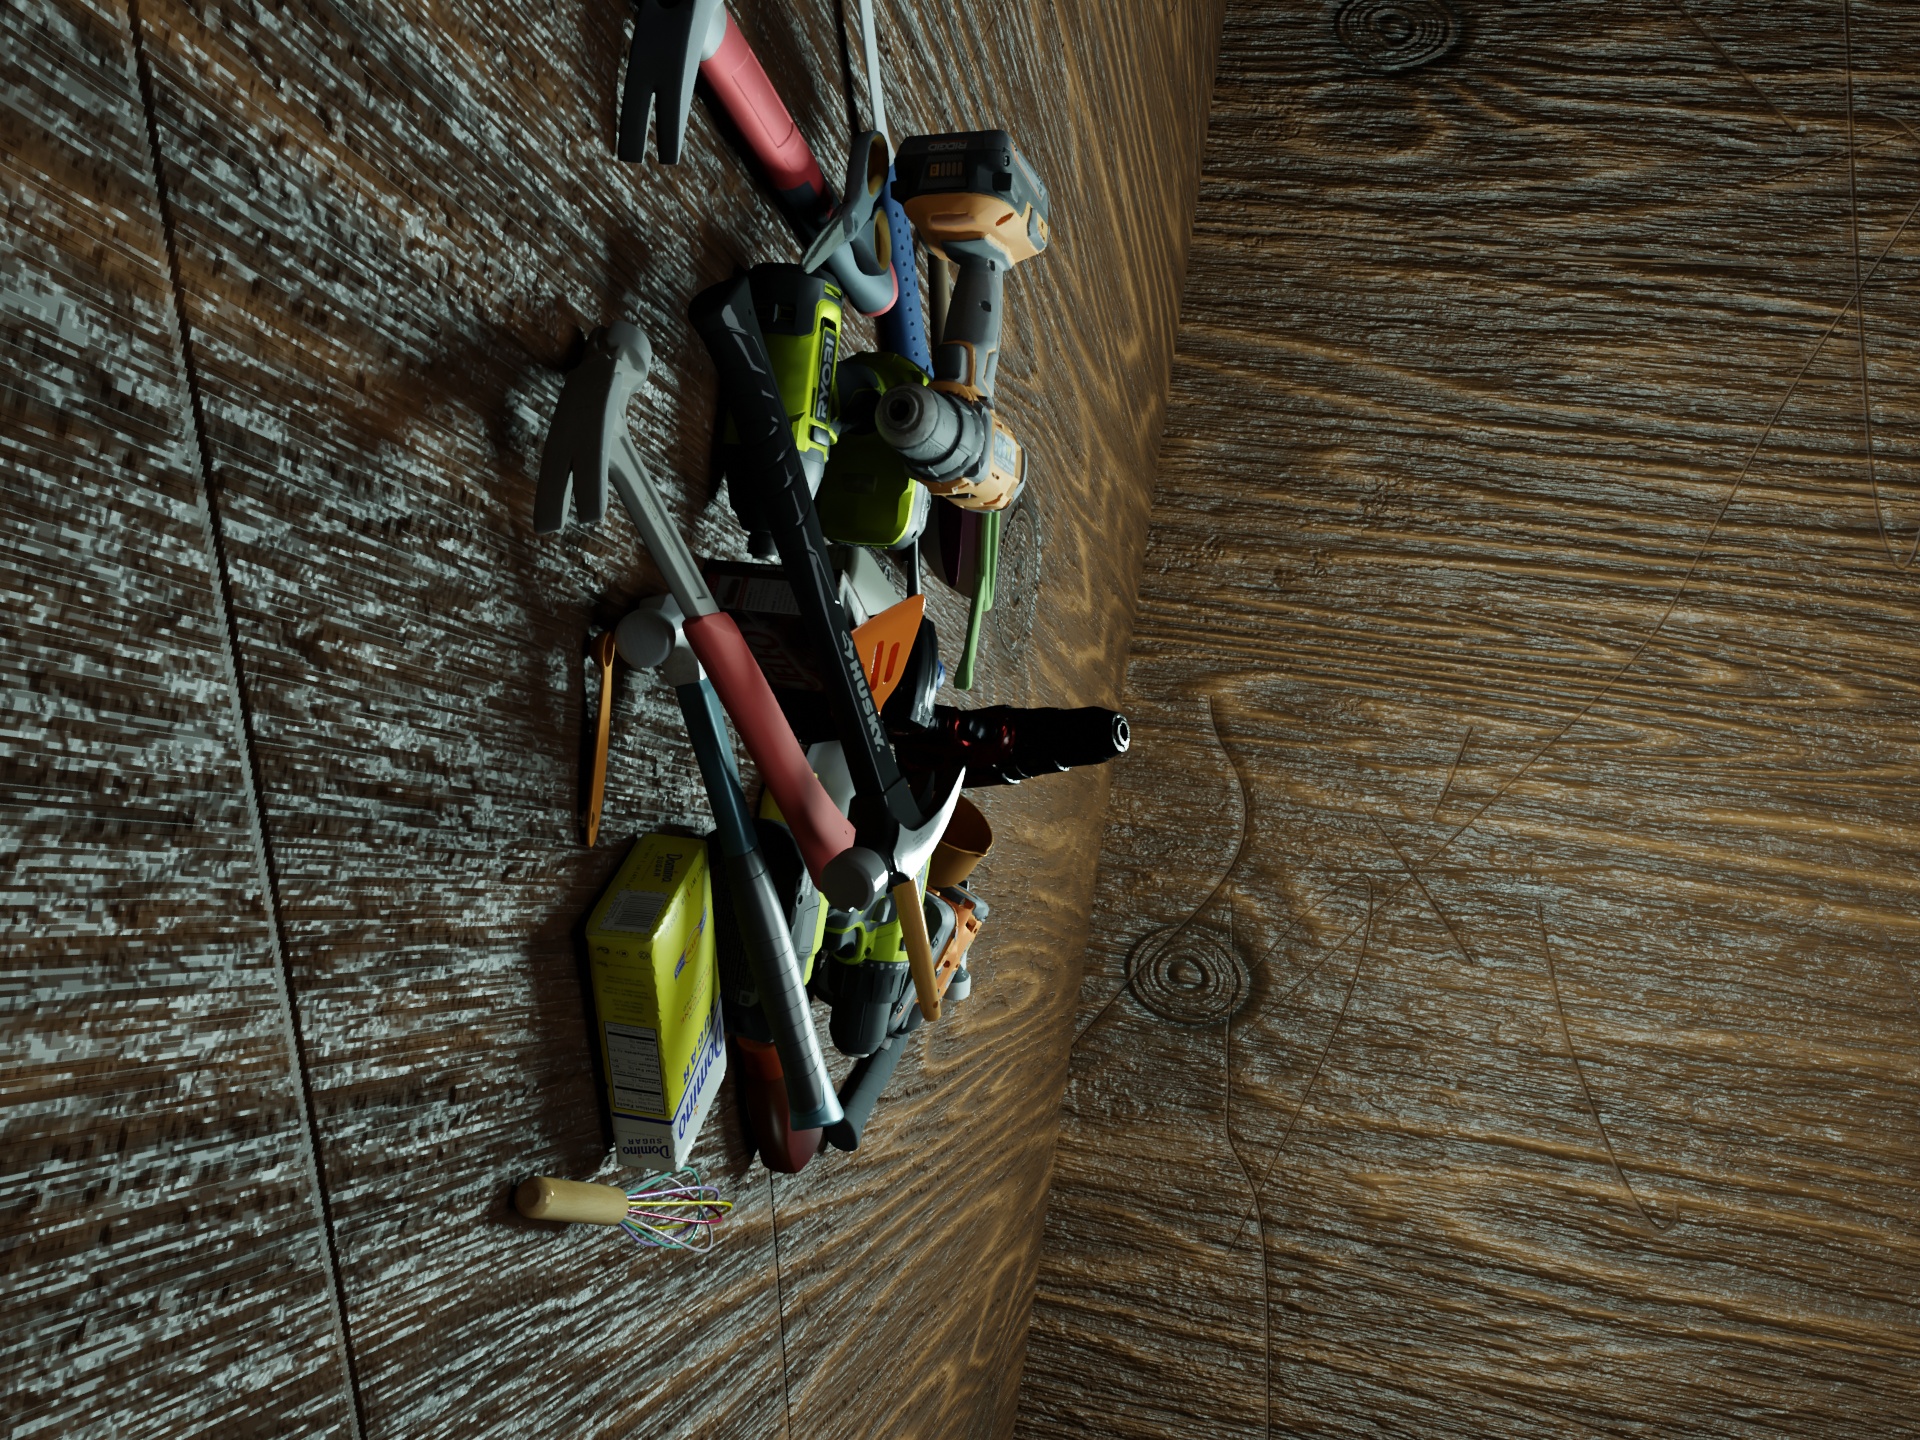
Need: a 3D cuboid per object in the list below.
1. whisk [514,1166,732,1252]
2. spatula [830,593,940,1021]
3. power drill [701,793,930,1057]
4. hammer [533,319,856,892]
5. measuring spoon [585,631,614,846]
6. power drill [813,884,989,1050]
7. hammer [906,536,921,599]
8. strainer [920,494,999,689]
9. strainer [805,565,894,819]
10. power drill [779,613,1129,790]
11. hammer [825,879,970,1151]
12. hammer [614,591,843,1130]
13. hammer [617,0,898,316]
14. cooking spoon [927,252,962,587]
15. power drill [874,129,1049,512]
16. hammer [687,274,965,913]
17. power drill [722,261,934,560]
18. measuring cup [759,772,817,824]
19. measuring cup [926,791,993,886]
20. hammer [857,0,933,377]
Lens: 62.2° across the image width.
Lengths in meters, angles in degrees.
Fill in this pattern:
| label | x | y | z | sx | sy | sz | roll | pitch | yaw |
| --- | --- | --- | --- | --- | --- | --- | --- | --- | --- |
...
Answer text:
| label | x | y | z | sx | sy | sz | roll | pitch | yaw |
| --- | --- | --- | --- | --- | --- | --- | --- | --- | --- |
| whisk | -0.189 | 0.279 | 0.917 | 0.244 | 0.047 | 0.051 | 57 | 44 | -67 |
| spatula | -0.038 | 0.071 | 1.032 | 0.081 | 0.041 | 0.322 | -33 | 126 | -36 |
| power drill | -0.094 | 0.145 | 1.074 | 0.228 | 0.080 | 0.190 | 4 | 97 | -66 |
| hammer | -0.119 | -0.020 | 0.825 | 0.149 | 0.037 | 0.358 | -92 | 166 | -45 |
| measuring spoon | -0.190 | 0.010 | 0.823 | 0.021 | 0.011 | 0.117 | -74 | 173 | -75 |
| power drill | -0.051 | 0.212 | 1.363 | 0.164 | 0.084 | 0.226 | -61 | 167 | -3 |
| hammer | -0.037 | -0.041 | 1.295 | 0.127 | 0.034 | 0.336 | -81 | 172 | -62 |
| strainer | -0.008 | -0.131 | 1.368 | 0.151 | 0.069 | 0.257 | 88 | 8 | -53 |
| strainer | -0.079 | -0.012 | 1.241 | 0.086 | 0.050 | 0.259 | 51 | 43 | -53 |
| power drill | -0.002 | -0.004 | 1.143 | 0.226 | 0.188 | 0.080 | 29 | 60 | -54 |
| hammer | -0.052 | 0.291 | 1.556 | 0.409 | 0.036 | 0.149 | -51 | 146 | -66 |
| hammer | -0.121 | 0.086 | 0.901 | 0.128 | 0.033 | 0.331 | -70 | 147 | -74 |
| hammer | -0.103 | -0.312 | 0.944 | 0.386 | 0.038 | 0.143 | 36 | 64 | -76 |
| cooking spoon | -0.014 | -0.267 | 1.292 | 0.069 | 0.017 | 0.319 | 174 | -86 | -80 |
| power drill | -0.004 | -0.257 | 1.022 | 0.185 | 0.084 | 0.226 | 8 | 86 | -71 |
| hammer | -0.077 | -0.075 | 0.866 | 0.146 | 0.035 | 0.334 | -38 | 114 | -63 |
| power drill | -0.086 | -0.181 | 1.026 | 0.223 | 0.080 | 0.171 | 0 | 97 | -74 |
| measuring cup | -0.117 | 0.086 | 1.157 | 0.156 | 0.029 | 0.062 | 80 | 21 | -61 |
| measuring cup | -0.048 | 0.099 | 1.262 | 0.173 | 0.095 | 0.052 | -10 | 140 | -53 |
| hammer | -0.053 | -0.406 | 1.115 | 0.405 | 0.035 | 0.144 | 83 | 19 | -49 |
